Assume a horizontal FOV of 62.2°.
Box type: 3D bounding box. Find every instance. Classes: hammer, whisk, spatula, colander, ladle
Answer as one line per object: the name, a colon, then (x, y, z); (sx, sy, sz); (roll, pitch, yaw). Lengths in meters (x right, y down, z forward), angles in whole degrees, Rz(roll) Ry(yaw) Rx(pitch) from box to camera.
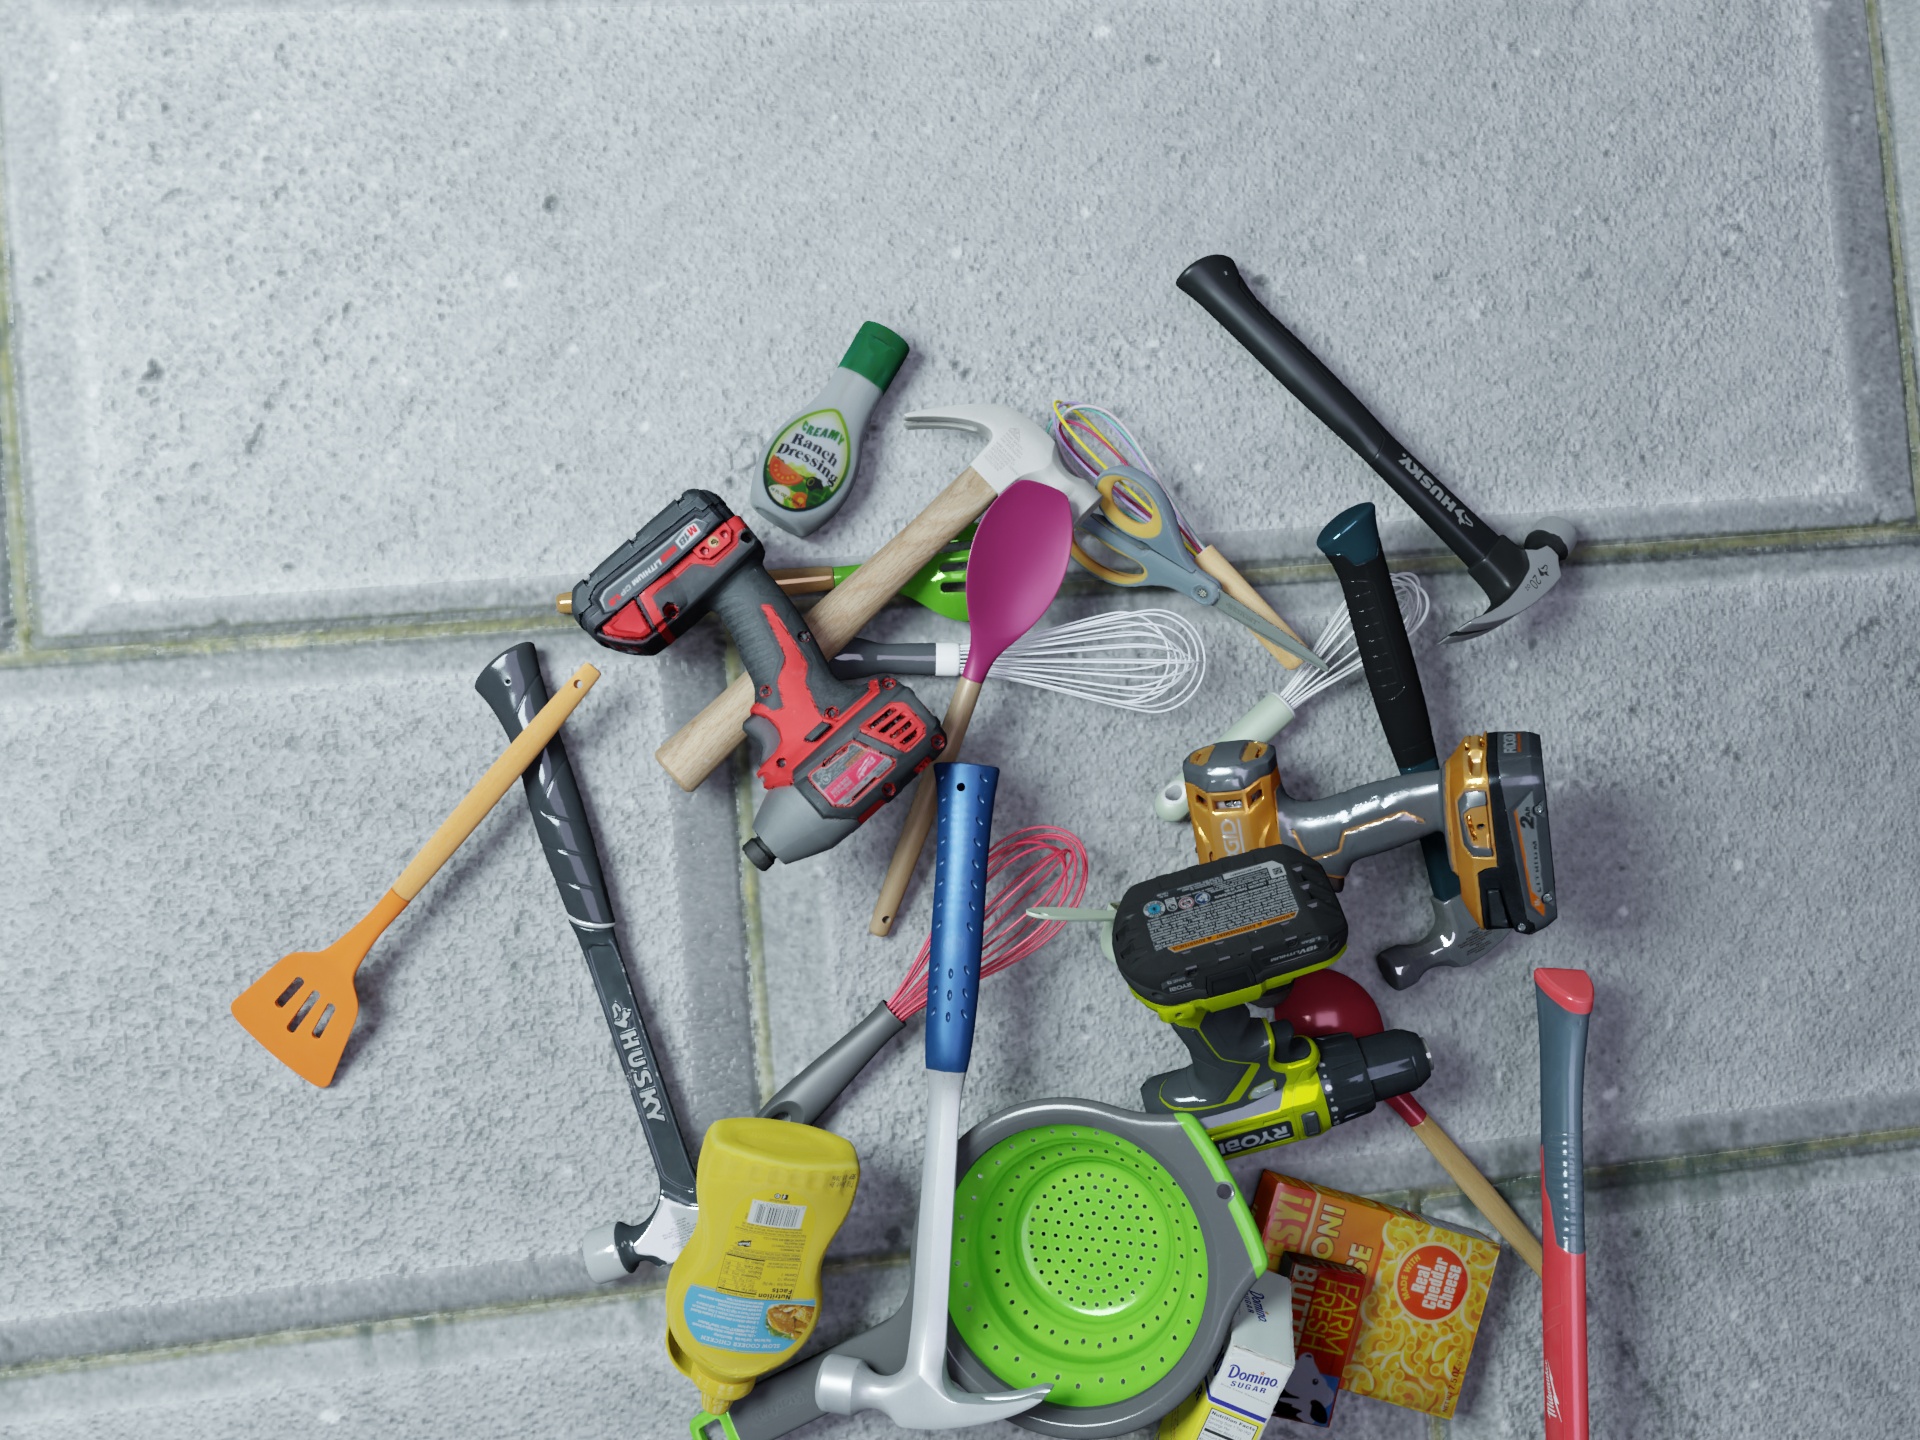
hammer: (0.398, 0.362, 1.071); (0.038, 0.143, 0.386); (3, 82, -8)
hammer: (0.305, 0.015, 1.078); (0.128, 0.033, 0.331); (-22, 104, -9)
hammer: (0.276, -0.195, 1.099); (0.335, 0.035, 0.146); (45, 58, 0)
hammer: (-0.004, 0.230, 0.991); (0.144, 0.035, 0.405); (2, 83, 16)
hammer: (-0.068, -0.080, 1.035); (0.331, 0.031, 0.130); (-43, 85, -7)
whisk: (0.145, -0.127, 1.079); (0.051, 0.047, 0.245); (-42, 87, -4)
whisk: (0.229, -0.015, 1.100); (0.246, 0.059, 0.058); (-42, 50, -4)
hammer: (-0.227, 0.146, 1.026); (0.149, 0.036, 0.409); (-18, 88, 2)
spatula: (-0.335, 0.090, 1.006); (0.081, 0.041, 0.322); (40, 87, -1)
whisk: (0.023, -0.039, 1.067); (0.284, 0.070, 0.070); (0, 88, -2)
colander: (0.007, 0.381, 1.036); (0.397, 0.094, 0.205); (-29, 77, 10)
ladle: (0.334, 0.298, 1.109); (0.069, 0.031, 0.315); (-42, 95, -7)
whisk: (-0.029, 0.180, 1.050); (0.296, 0.073, 0.073); (-44, 94, -1)

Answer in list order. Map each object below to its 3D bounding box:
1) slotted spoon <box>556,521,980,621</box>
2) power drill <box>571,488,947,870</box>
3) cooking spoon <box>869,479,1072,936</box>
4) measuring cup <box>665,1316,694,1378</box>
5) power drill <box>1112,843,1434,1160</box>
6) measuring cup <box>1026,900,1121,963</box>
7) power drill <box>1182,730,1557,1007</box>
slotted spoon: (-0.110, -0.091, 1.064); (0.313, 0.031, 0.070); (-6, 83, -7)
power drill: (-0.129, -0.021, 0.974); (0.143, 0.078, 0.219); (-42, 88, -6)
cooking spoon: (-0.002, -0.003, 1.037); (0.068, 0.017, 0.319); (15, 102, -24)
measuring cup: (-0.141, 0.354, 1.044); (0.062, 0.029, 0.156); (28, 78, -6)
power drill: (0.197, 0.188, 1.007); (0.190, 0.080, 0.228); (-17, 129, 4)
measuring cup: (0.098, 0.144, 1.031); (0.167, 0.083, 0.038); (11, 95, -43)
power drill: (0.267, 0.099, 1.038); (0.226, 0.084, 0.185); (-5, 107, 20)
